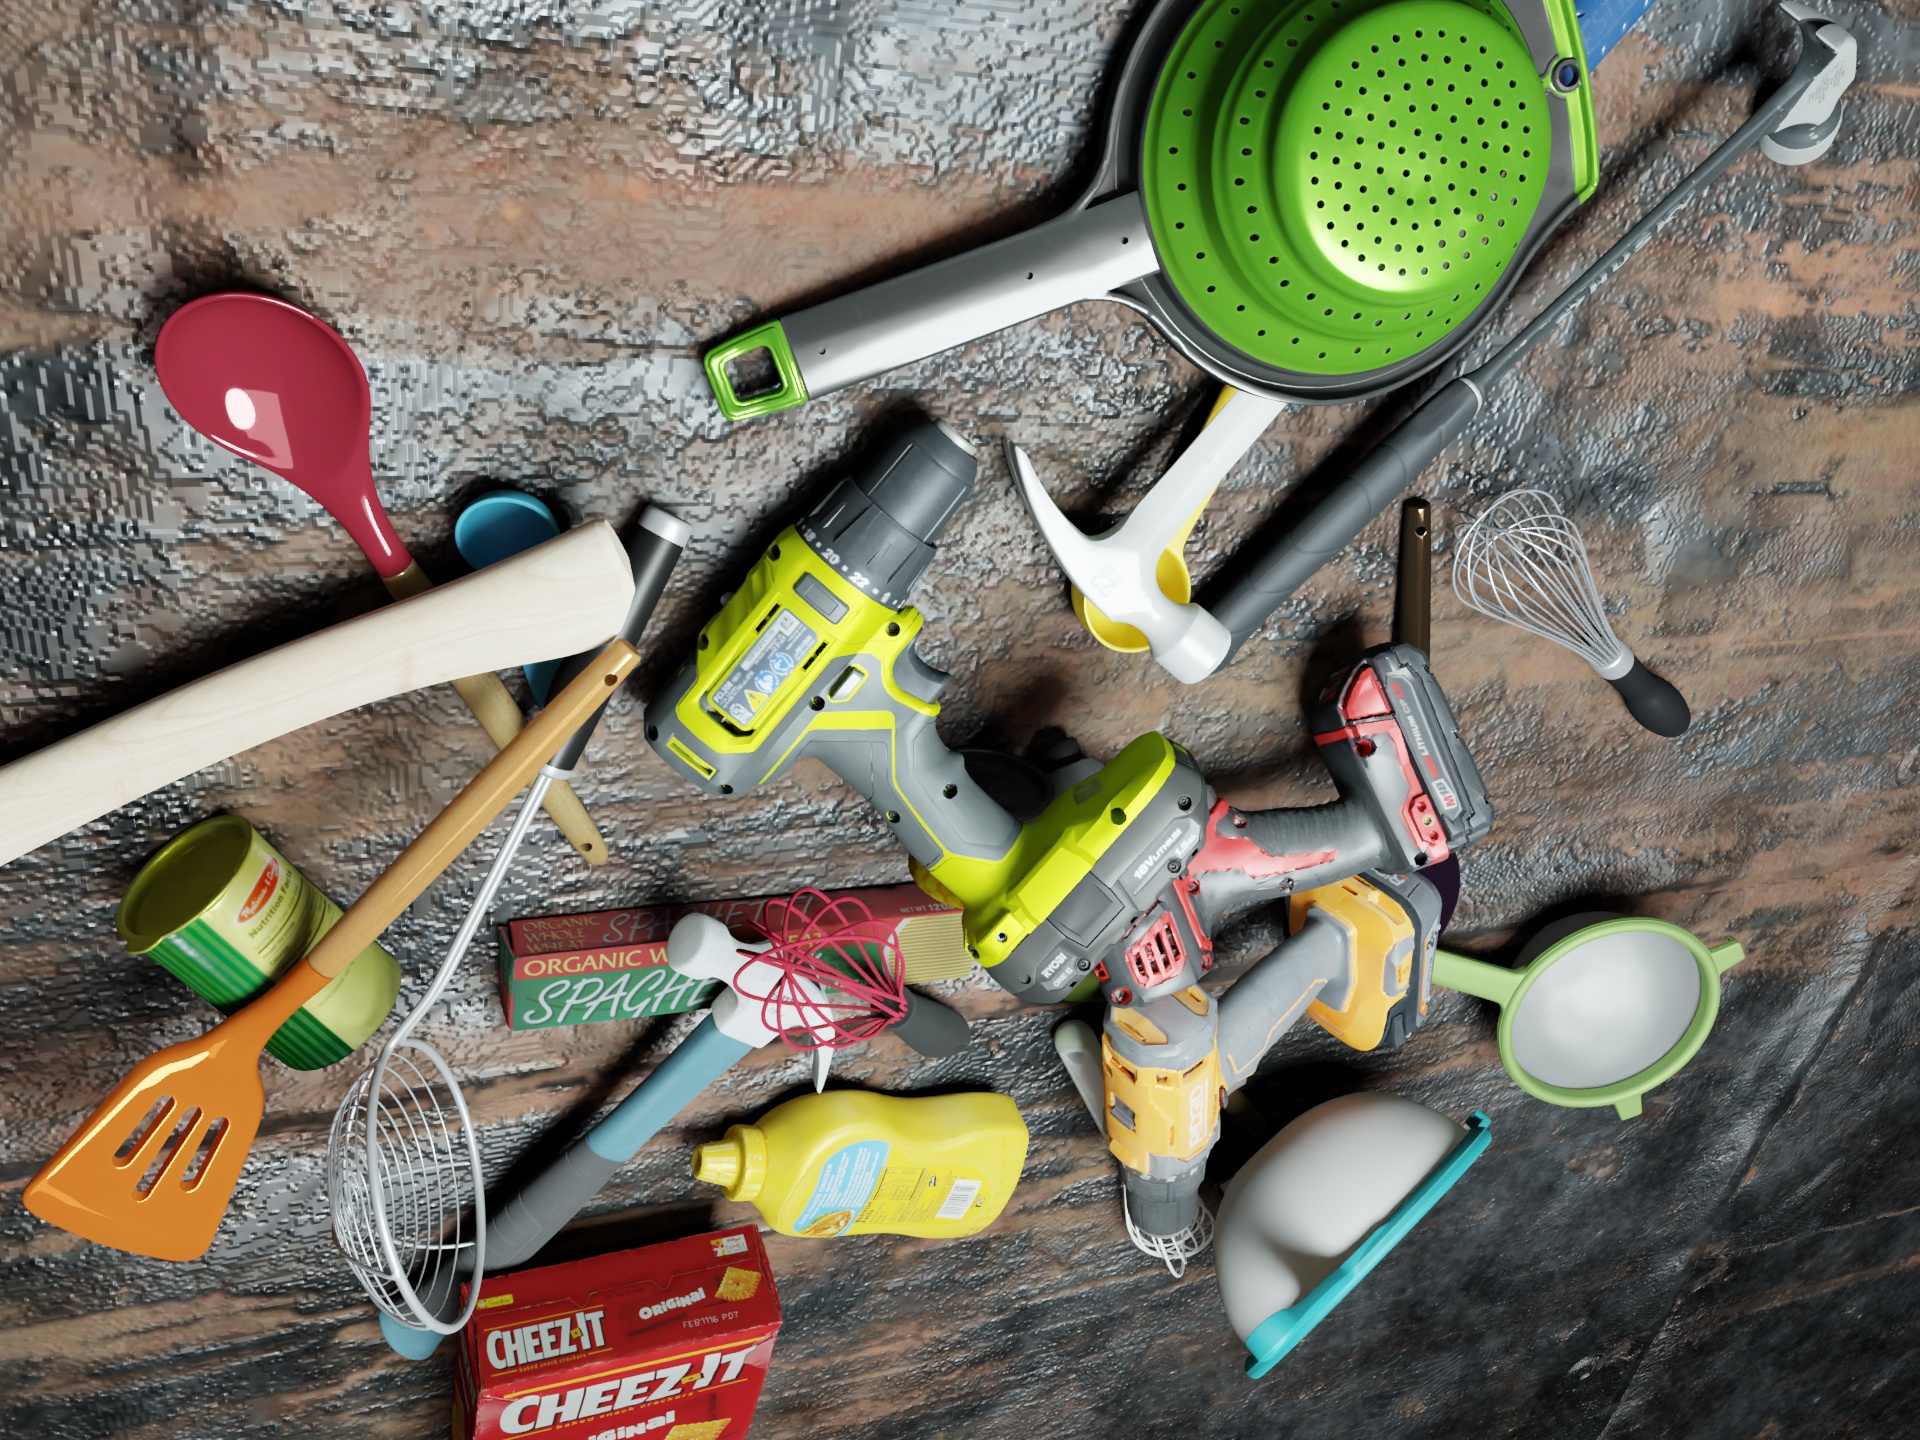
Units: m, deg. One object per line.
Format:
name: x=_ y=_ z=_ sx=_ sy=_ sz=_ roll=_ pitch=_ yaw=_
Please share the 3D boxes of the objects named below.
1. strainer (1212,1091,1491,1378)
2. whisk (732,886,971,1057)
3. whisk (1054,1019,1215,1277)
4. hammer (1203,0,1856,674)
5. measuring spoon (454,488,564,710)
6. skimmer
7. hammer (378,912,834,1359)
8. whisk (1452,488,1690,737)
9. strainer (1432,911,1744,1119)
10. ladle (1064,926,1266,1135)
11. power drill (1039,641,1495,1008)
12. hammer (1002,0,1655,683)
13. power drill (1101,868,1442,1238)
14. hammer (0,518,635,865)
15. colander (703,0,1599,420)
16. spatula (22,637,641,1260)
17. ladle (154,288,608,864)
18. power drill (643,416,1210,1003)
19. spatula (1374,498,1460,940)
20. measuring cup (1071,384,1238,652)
strainer: x=0.198 y=0.295 z=0.939 sx=0.211 sy=0.095 sz=0.340 roll=-50 pitch=157 yaw=12
whisk: x=-0.040 y=0.138 z=0.787 sx=0.073 sy=0.073 sz=0.295 roll=-35 pitch=157 yaw=1
whisk: x=0.108 y=0.273 z=1.012 sx=0.058 sy=0.059 sz=0.246 roll=-13 pitch=127 yaw=18
hammer: x=0.256 y=-0.168 z=0.763 sx=0.409 sy=0.036 sz=0.149 roll=-44 pitch=164 yaw=14
measuring spoon: x=-0.184 y=-0.049 z=0.686 sx=0.042 sy=0.021 sz=0.128 roll=-6 pitch=134 yaw=-2
skimmer: x=-0.179 y=0.087 z=0.694 sx=0.090 sy=0.127 sz=0.363 roll=26 pitch=93 yaw=-4
hammer: x=-0.194 y=0.229 z=0.830 sx=0.331 sy=0.033 sz=0.128 roll=-44 pitch=132 yaw=16
whisk: x=0.357 y=-0.048 z=0.907 sx=0.284 sy=0.070 sz=0.070 roll=30 pitch=106 yaw=-41
strainer: x=0.375 y=0.168 z=1.061 sx=0.256 sy=0.069 sz=0.151 roll=16 pitch=113 yaw=-13
ladle: x=0.122 y=0.184 z=0.968 sx=0.078 sy=0.062 sz=0.319 roll=-44 pitch=136 yaw=-3
power drill: x=0.150 y=0.046 z=0.835 sx=0.219 sy=0.078 sz=0.143 roll=-23 pitch=86 yaw=-7
hammer: x=0.186 y=-0.211 z=0.715 sx=0.144 sy=0.035 sz=0.405 roll=39 pitch=97 yaw=-17
power drill: x=0.175 y=0.191 z=0.927 sx=0.226 sy=0.084 sz=0.185 roll=-28 pitch=132 yaw=-28
hammer: x=-0.327 y=0.006 z=0.621 sx=0.410 sy=0.038 sz=0.146 roll=-23 pitch=127 yaw=-3
colander: x=0.089 y=-0.196 z=0.633 sx=0.397 sy=0.095 sz=0.204 roll=-21 pitch=110 yaw=-3
spatula: x=-0.243 y=0.089 z=0.648 sx=0.322 sy=0.041 sz=0.080 roll=-45 pitch=129 yaw=4
ladle: x=-0.220 y=-0.044 z=0.663 sx=0.069 sy=0.031 sz=0.315 roll=-19 pitch=130 yaw=4
power drill: x=-0.001 y=-0.002 z=0.712 sx=0.228 sy=0.080 sz=0.190 roll=40 pitch=101 yaw=-7
spatula: x=0.263 y=0.016 z=0.919 sx=0.060 sy=0.018 sz=0.315 roll=-10 pitch=123 yaw=0
measuring cup: x=0.104 y=-0.108 z=0.774 sx=0.062 sy=0.029 sz=0.156 roll=24 pitch=97 yaw=-26
